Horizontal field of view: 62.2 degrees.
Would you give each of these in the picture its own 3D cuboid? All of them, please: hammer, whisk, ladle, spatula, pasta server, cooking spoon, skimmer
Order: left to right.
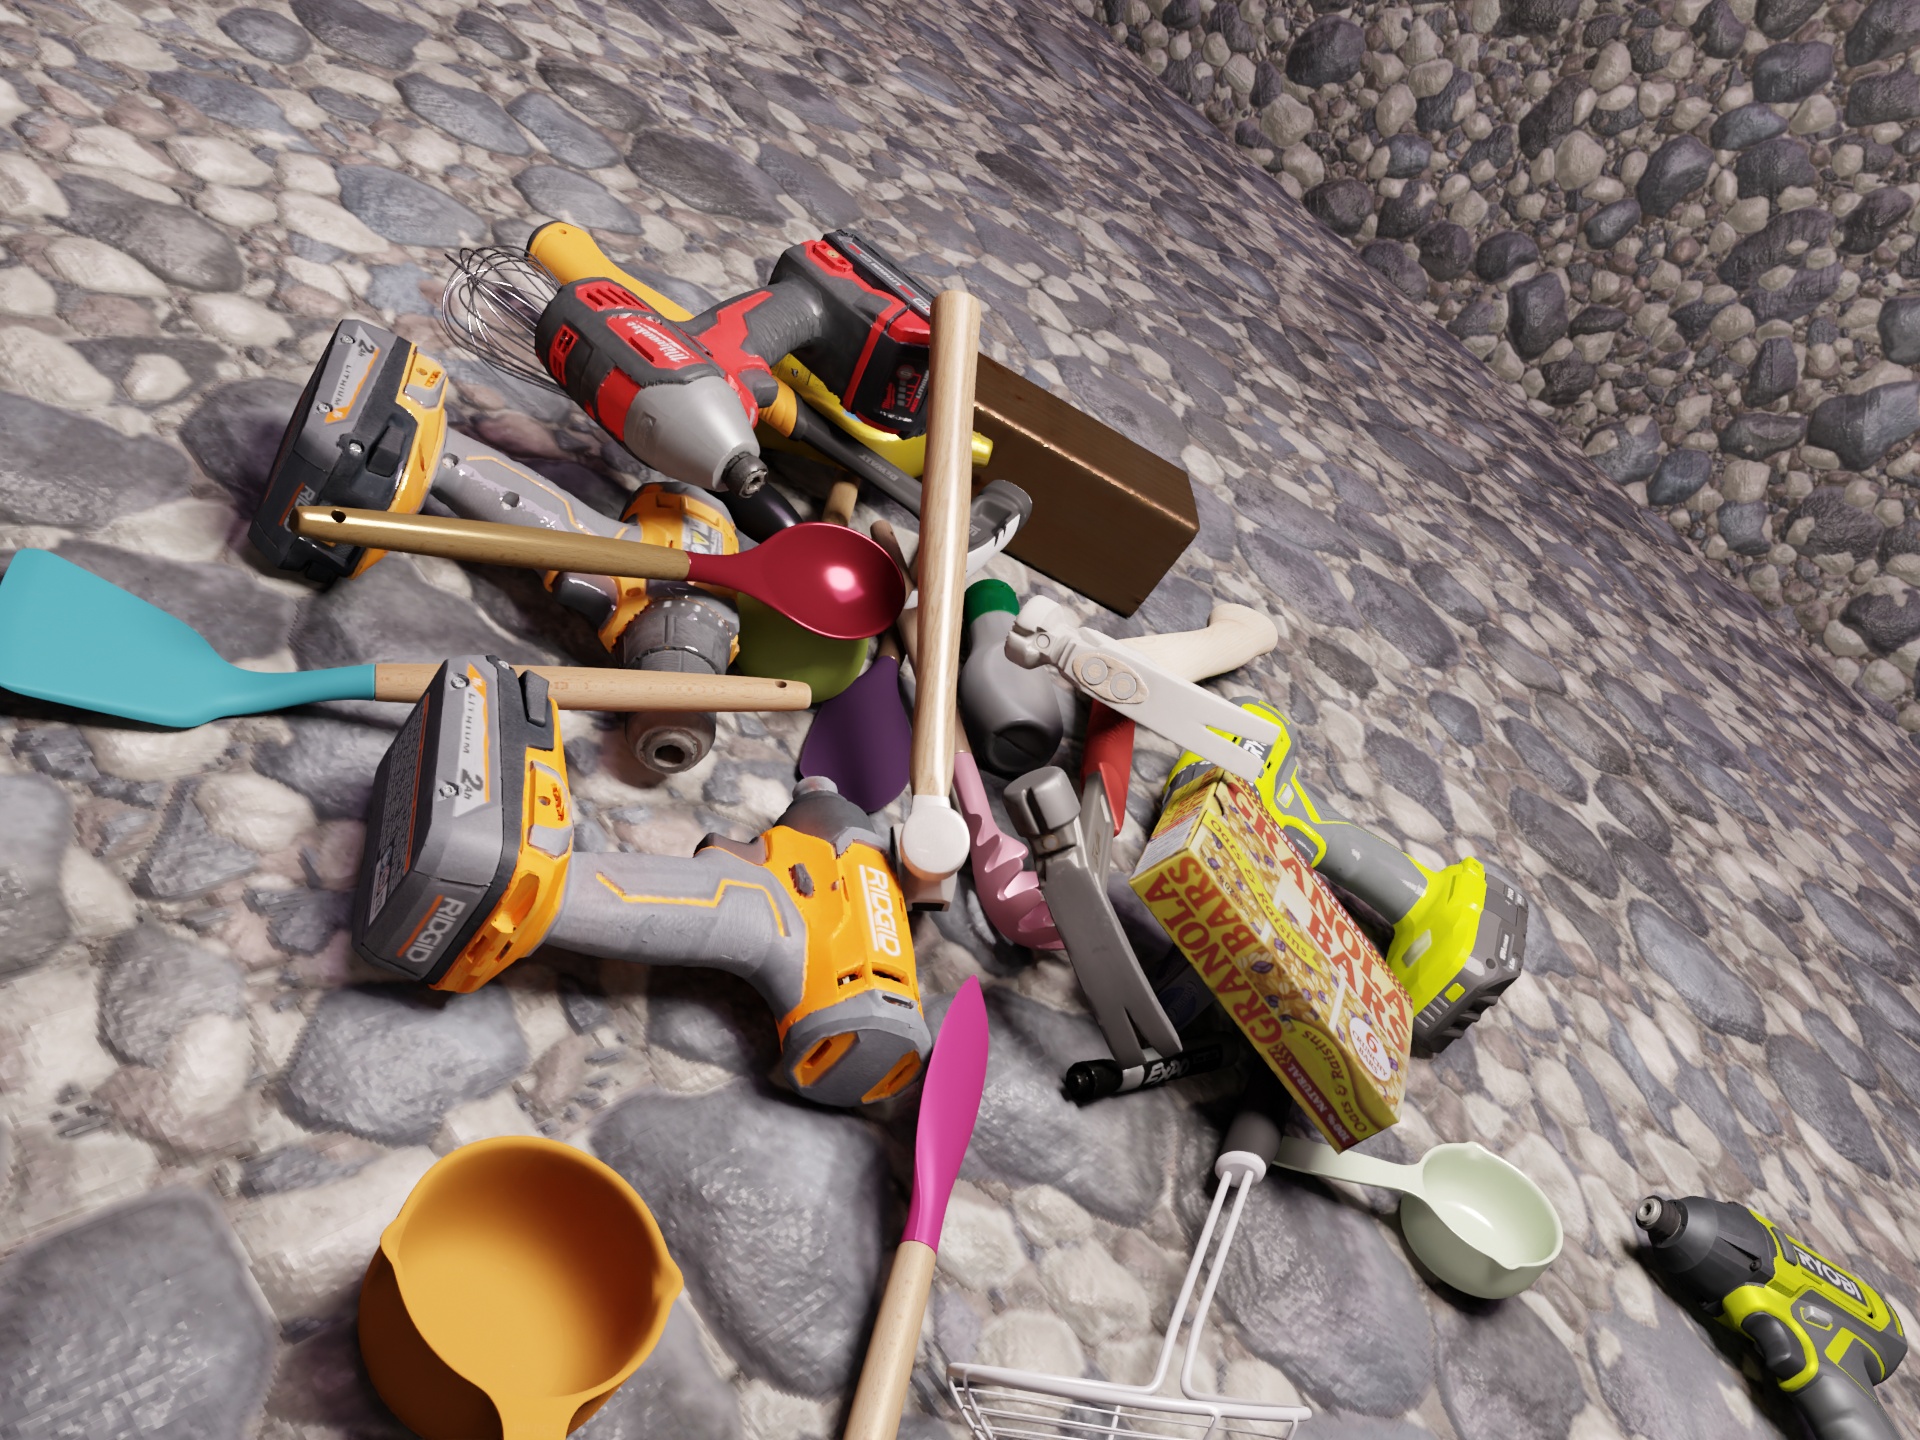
[{"bbox_3d":[-0.213,-0.022,0.655,0.317,0.044,0.082,2,40,-21],"label":"spatula"},{"bbox_3d":[-0.190,-0.180,0.893,0.285,0.070,0.070,40,30,16],"label":"whisk"},{"bbox_3d":[-0.147,-0.072,0.722,0.315,0.031,0.069,2,61,-47],"label":"ladle"},{"bbox_3d":[-0.121,-0.188,0.926,0.337,0.034,0.127,35,38,8],"label":"hammer"},{"bbox_3d":[-0.082,-0.107,0.962,0.078,0.062,0.320,25,26,-11],"label":"ladle"},{"bbox_3d":[-0.036,-0.044,0.933,0.059,0.018,0.316,30,33,-10],"label":"spatula"},{"bbox_3d":[-0.021,0.215,0.576,0.017,0.068,0.319,2,35,13],"label":"cooking spoon"},{"bbox_3d":[-0.010,-0.066,0.797,0.031,0.130,0.331,4,69,-3],"label":"hammer"},{"bbox_3d":[-0.001,-0.003,0.873,0.060,0.040,0.317,38,26,-48],"label":"pasta server"},{"bbox_3d":[0.083,0.038,0.878,0.359,0.036,0.149,-67,135,-69],"label":"hammer"},{"bbox_3d":[0.105,0.200,0.675,0.127,0.090,0.363,-2,17,23],"label":"skimmer"},{"bbox_3d":[0.157,-0.037,0.988,0.146,0.038,0.410,29,15,15],"label":"hammer"}]

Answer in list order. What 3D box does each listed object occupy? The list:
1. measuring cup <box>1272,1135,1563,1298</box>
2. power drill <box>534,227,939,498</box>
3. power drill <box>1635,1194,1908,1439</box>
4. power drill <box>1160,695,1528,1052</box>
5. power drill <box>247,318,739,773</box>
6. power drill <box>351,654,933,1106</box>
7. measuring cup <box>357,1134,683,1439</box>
[{"bbox_3d":[0.217,0.243,0.800,0.167,0.038,0.083,15,30,-4],"label":"measuring cup"},{"bbox_3d":[-0.101,-0.189,0.851,0.143,0.078,0.219,43,42,17],"label":"power drill"},{"bbox_3d":[0.446,0.359,0.834,0.171,0.080,0.223,32,27,-10],"label":"power drill"},{"bbox_3d":[0.222,0.092,0.961,0.228,0.080,0.190,37,29,5],"label":"power drill"},{"bbox_3d":[-0.205,-0.075,0.748,0.226,0.084,0.186,25,34,-28],"label":"power drill"},{"bbox_3d":[-0.120,0.058,0.654,0.226,0.084,0.164,24,33,-30],"label":"power drill"},{"bbox_3d":[-0.133,0.209,0.462,0.095,0.052,0.174,19,37,-28],"label":"measuring cup"}]
